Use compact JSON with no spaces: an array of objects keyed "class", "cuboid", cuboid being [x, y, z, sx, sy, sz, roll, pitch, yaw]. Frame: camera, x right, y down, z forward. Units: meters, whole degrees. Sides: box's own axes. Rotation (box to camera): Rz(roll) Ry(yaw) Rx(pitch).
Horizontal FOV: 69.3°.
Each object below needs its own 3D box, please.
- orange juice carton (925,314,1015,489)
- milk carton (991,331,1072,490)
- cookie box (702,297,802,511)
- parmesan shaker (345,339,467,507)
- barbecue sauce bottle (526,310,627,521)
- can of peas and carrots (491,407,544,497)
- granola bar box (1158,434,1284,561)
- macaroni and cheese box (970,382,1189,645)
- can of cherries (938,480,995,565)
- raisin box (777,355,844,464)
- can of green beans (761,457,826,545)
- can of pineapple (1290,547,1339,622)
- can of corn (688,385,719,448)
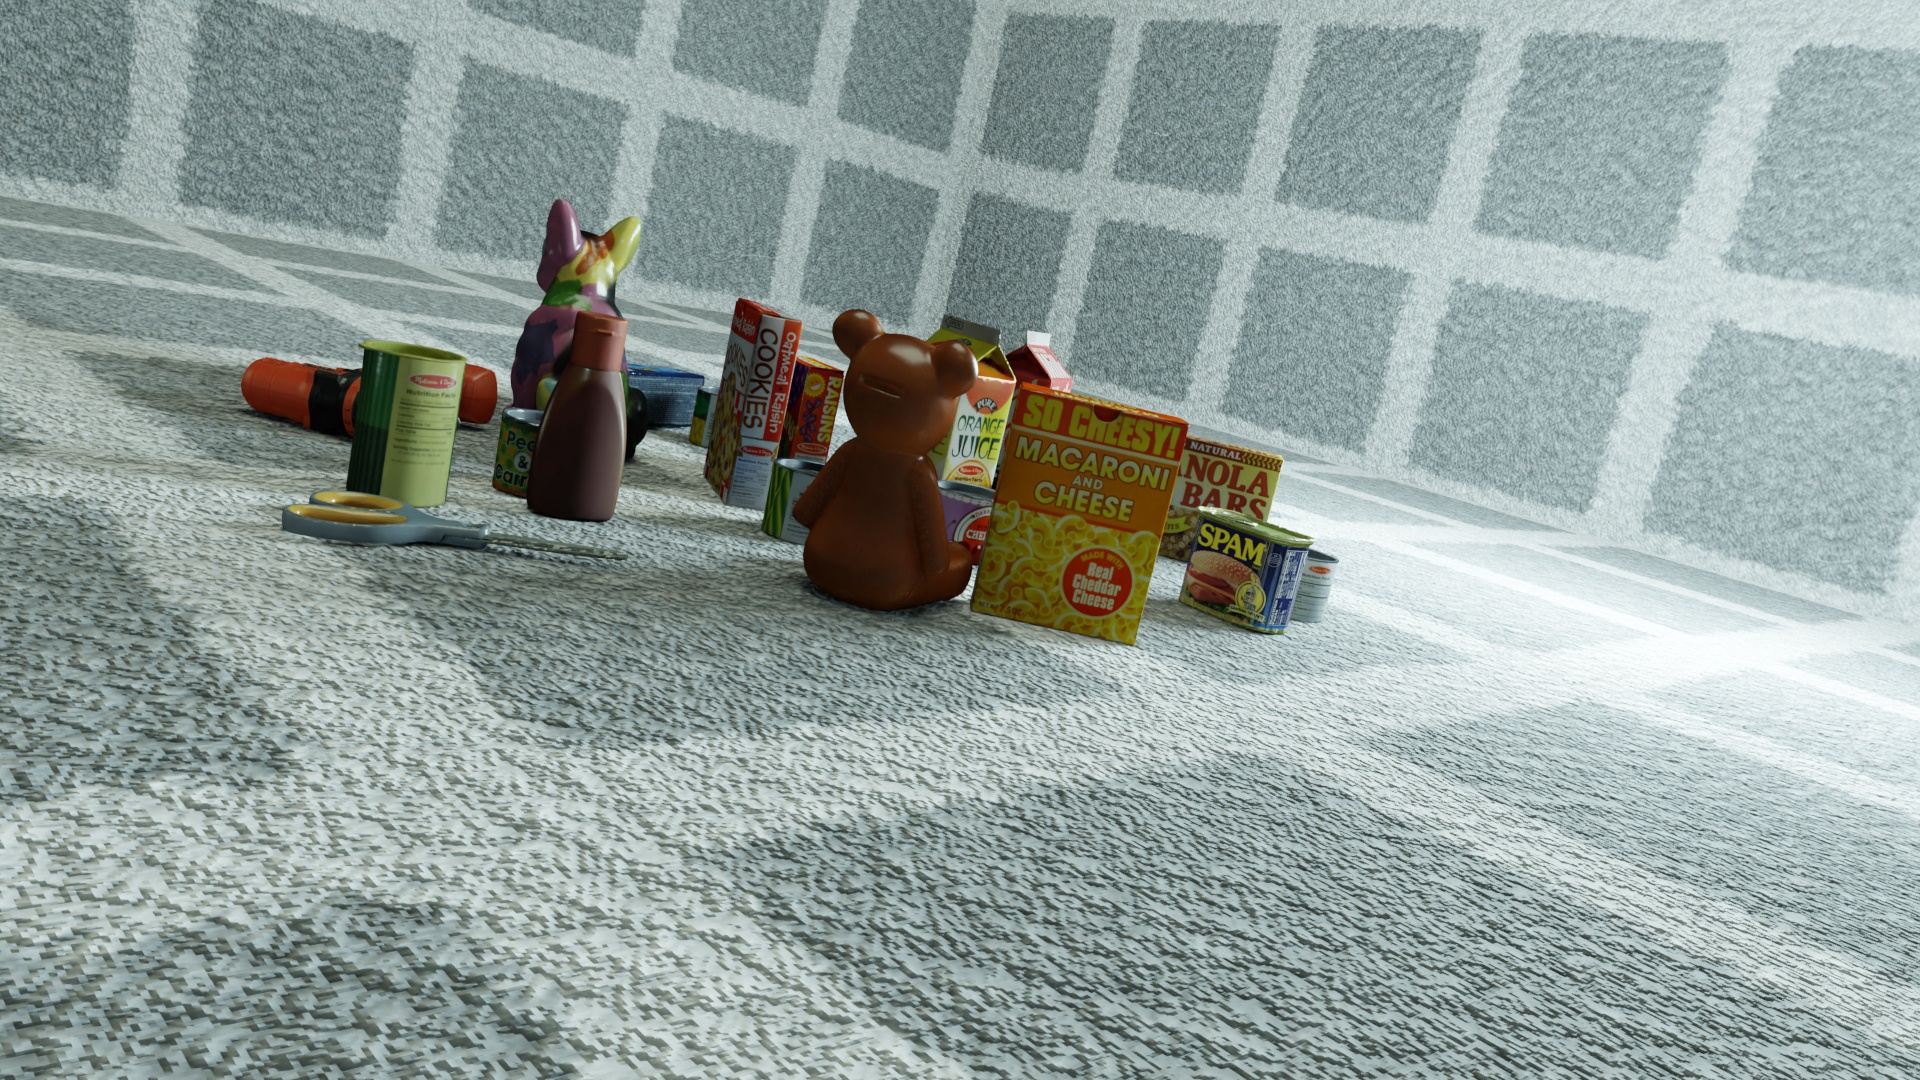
[{"class":"orange juice carton","cuboid":[-0.010,-0.104,1.258,0.072,0.192,0.073,21,13,39]},{"class":"milk carton","cuboid":[0.060,-0.119,1.419,0.073,0.190,0.072,16,11,19]},{"class":"cookie box","cuboid":[-0.185,-0.122,1.220,0.040,0.167,0.123,9,11,-21]},{"class":"parmesan shaker","cuboid":[-0.383,-0.080,0.951,0.071,0.103,0.071,12,10,-2]},{"class":"barbecue sauce bottle","cuboid":[-0.272,-0.090,1.007,0.065,0.148,0.044,8,11,-26]},{"class":"can of peas and carrots","cuboid":[-0.321,-0.065,1.061,0.071,0.058,0.071,12,11,-2]},{"class":"granola bar box","cuboid":[0.229,-0.043,1.403,0.166,0.124,0.039,15,10,11]},{"class":"macaroni and cheese box","cuboid":[0.085,-0.019,1.002,0.124,0.166,0.040,12,10,-2]},{"class":"can of cherries","cuboid":[0.004,-0.015,1.175,0.071,0.058,0.071,12,11,-2]},{"class":"raisin box","cuboid":[-0.151,-0.108,1.299,0.040,0.123,0.086,7,12,-28]},{"class":"can of green beans","cuboid":[-0.123,-0.031,1.115,0.071,0.057,0.071,12,11,-2]},{"class":"can of pineapple","cuboid":[0.301,0.036,1.254,0.071,0.057,0.071,12,11,-2]},{"class":"can of corn","cuboid":[-0.249,-0.128,1.463,0.071,0.058,0.071,12,11,-2]}]
